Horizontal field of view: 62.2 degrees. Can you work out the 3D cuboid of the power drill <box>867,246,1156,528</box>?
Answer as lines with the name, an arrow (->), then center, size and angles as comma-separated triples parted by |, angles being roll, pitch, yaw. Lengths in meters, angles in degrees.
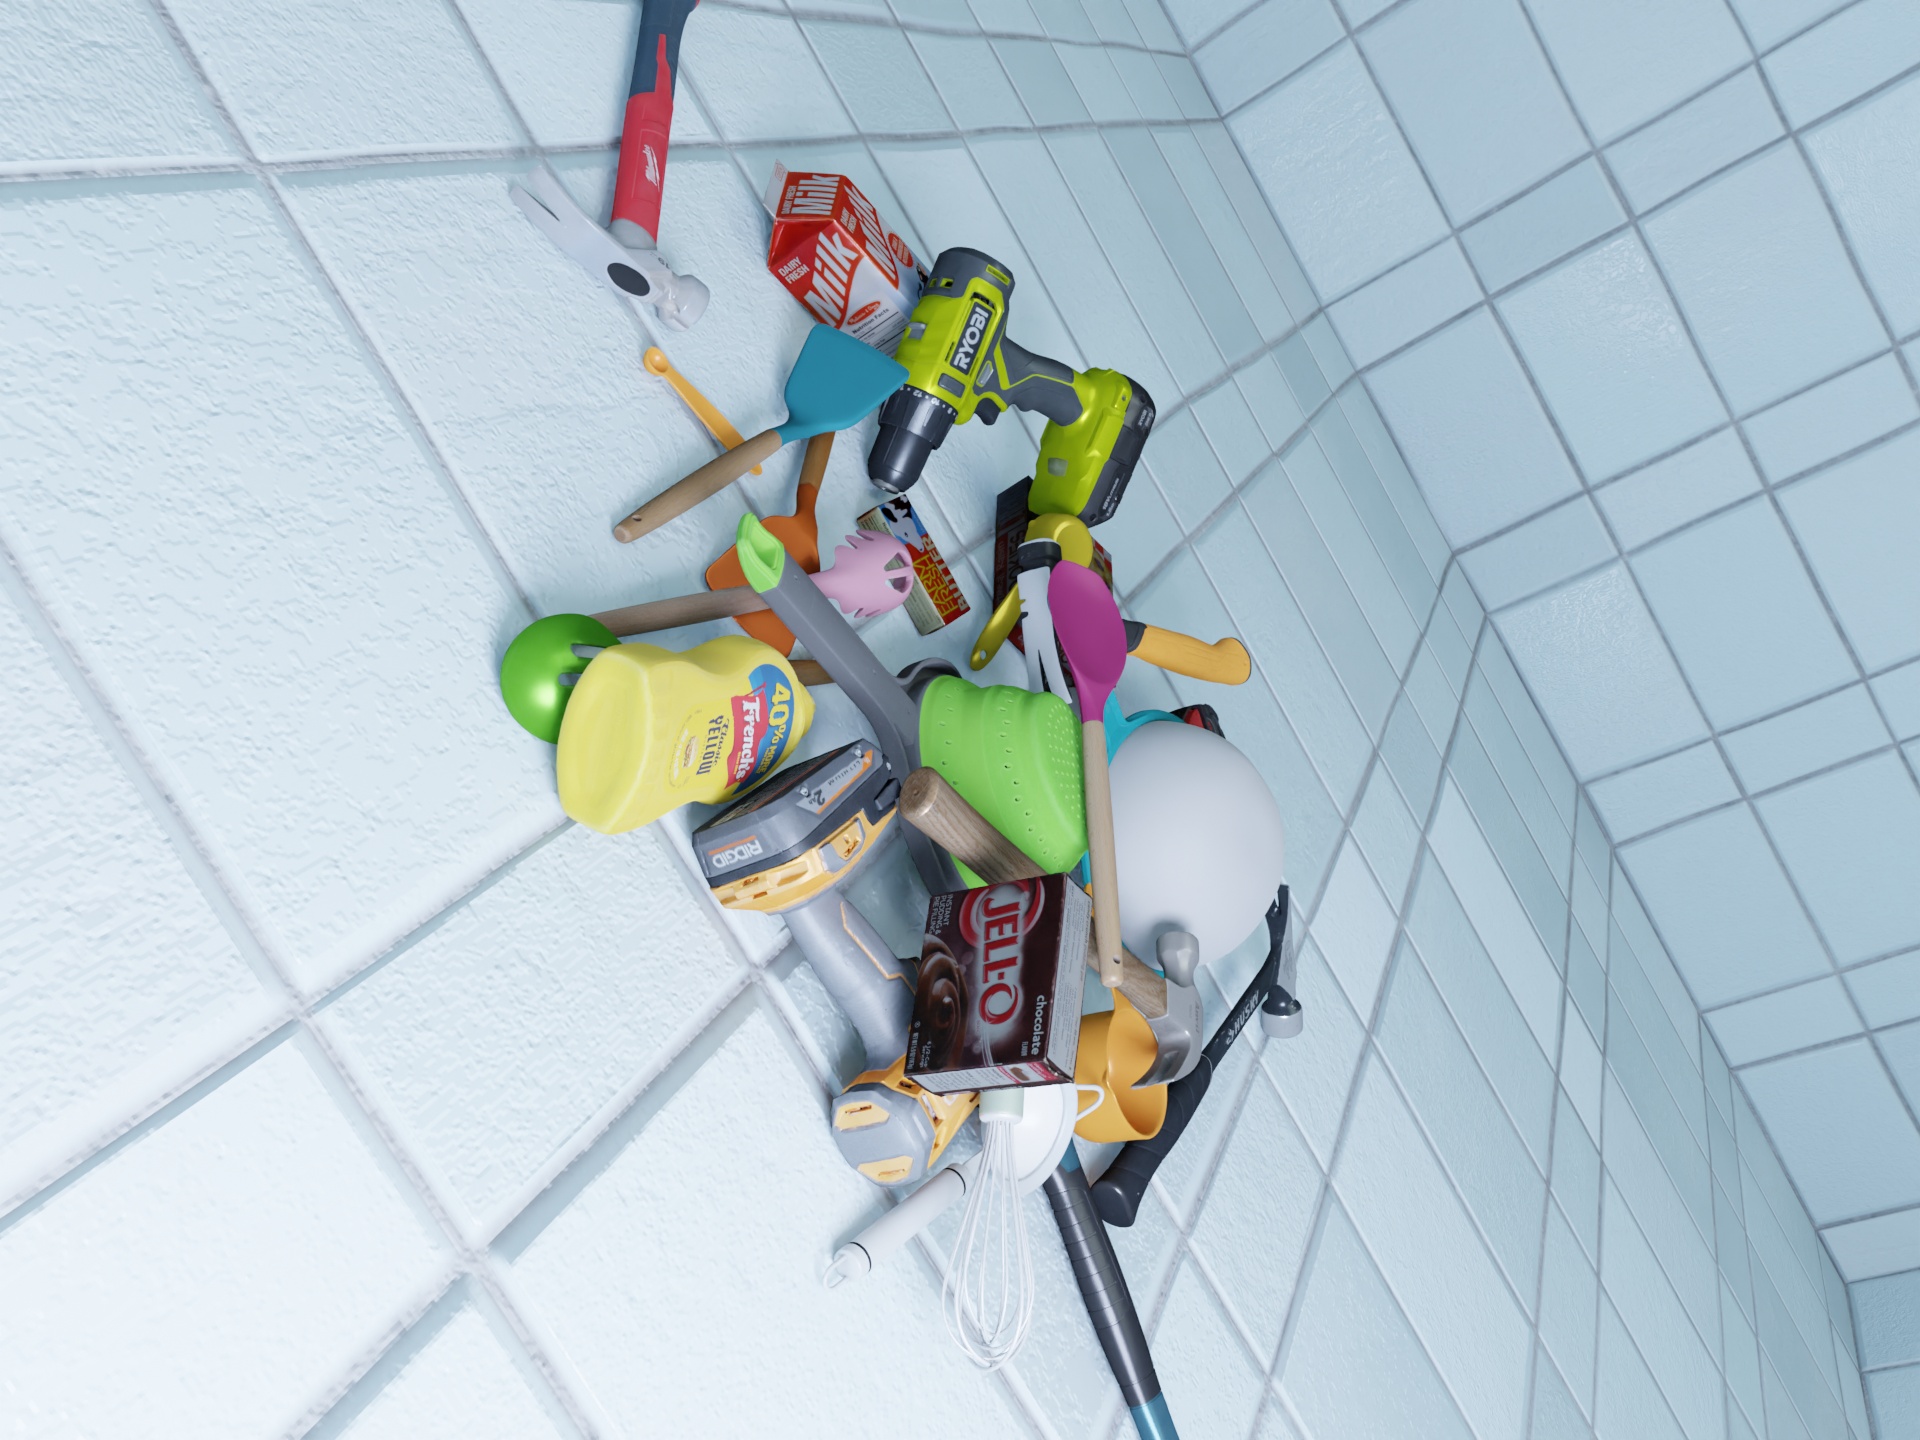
power drill -> 0.036, -0.241, 1.271 | 0.228, 0.080, 0.190 | 23, 89, -39

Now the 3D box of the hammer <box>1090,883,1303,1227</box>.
hammer -> 0.190, 0.257, 1.218 | 0.409, 0.036, 0.149 | -33, 121, -57

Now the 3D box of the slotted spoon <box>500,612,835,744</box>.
slotted spoon -> -0.148, -0.027, 0.940 | 0.313, 0.031, 0.070 | -6, 95, -62

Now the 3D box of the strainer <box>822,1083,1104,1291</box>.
strainer -> 0.000, 0.263, 0.927 | 0.258, 0.050, 0.087 | -21, 115, -53

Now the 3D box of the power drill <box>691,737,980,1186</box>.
power drill -> -0.042, 0.128, 0.930 | 0.185, 0.084, 0.226 | -37, 104, -56

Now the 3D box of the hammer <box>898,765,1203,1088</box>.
hammer -> 0.067, 0.129, 1.001 | 0.331, 0.031, 0.130 | 43, 37, -39

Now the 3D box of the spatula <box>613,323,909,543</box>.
spatula -> -0.137, -0.189, 1.060 | 0.082, 0.044, 0.317 | 30, 36, 7

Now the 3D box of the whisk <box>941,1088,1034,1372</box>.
whisk -> 0.022, 0.228, 0.881 | 0.057, 0.059, 0.246 | 19, 62, -29

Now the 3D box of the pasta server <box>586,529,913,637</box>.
pasta server -> -0.127, -0.077, 0.986 | 0.316, 0.040, 0.060 | -18, 105, -51

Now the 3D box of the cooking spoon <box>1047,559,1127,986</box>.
cooking spoon -> 0.089, 0.025, 1.055 | 0.068, 0.017, 0.319 | 19, 53, -30

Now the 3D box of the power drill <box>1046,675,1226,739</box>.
power drill -> 0.144, 0.037, 1.320 | 0.219, 0.078, 0.143 | 6, 62, -53

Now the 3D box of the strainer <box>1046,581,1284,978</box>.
strainer -> 0.162, 0.041, 1.185 | 0.211, 0.095, 0.340 | -49, 124, -42

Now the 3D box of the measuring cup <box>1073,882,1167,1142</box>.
measuring cup -> 0.088, 0.200, 1.082 | 0.095, 0.052, 0.174 | 5, 69, -60

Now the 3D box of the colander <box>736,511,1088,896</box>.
colander -> -0.002, -0.003, 1.026 | 0.396, 0.094, 0.205 | 51, 30, -41

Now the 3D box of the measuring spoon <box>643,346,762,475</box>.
measuring spoon -> -0.173, -0.205, 1.068 | 0.116, 0.011, 0.021 | 46, 38, -35

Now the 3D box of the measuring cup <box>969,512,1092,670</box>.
measuring cup -> 0.056, -0.099, 1.253 | 0.062, 0.029, 0.156 | 48, 63, -31

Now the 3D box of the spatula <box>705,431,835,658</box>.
spatula -> -0.112, -0.170, 1.125 | 0.081, 0.041, 0.323 | 48, 28, -29

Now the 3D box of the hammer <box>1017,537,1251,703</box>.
hammer -> 0.154, -0.057, 1.309 | 0.336, 0.034, 0.127 | 10, 72, -53

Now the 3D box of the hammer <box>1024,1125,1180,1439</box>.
hammer -> 0.111, 0.413, 1.000 | 0.128, 0.033, 0.331 | -4, 70, -58

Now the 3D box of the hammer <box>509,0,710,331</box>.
hammer -> -0.233, -0.449, 1.137 | 0.143, 0.038, 0.387 | 34, 40, -39
